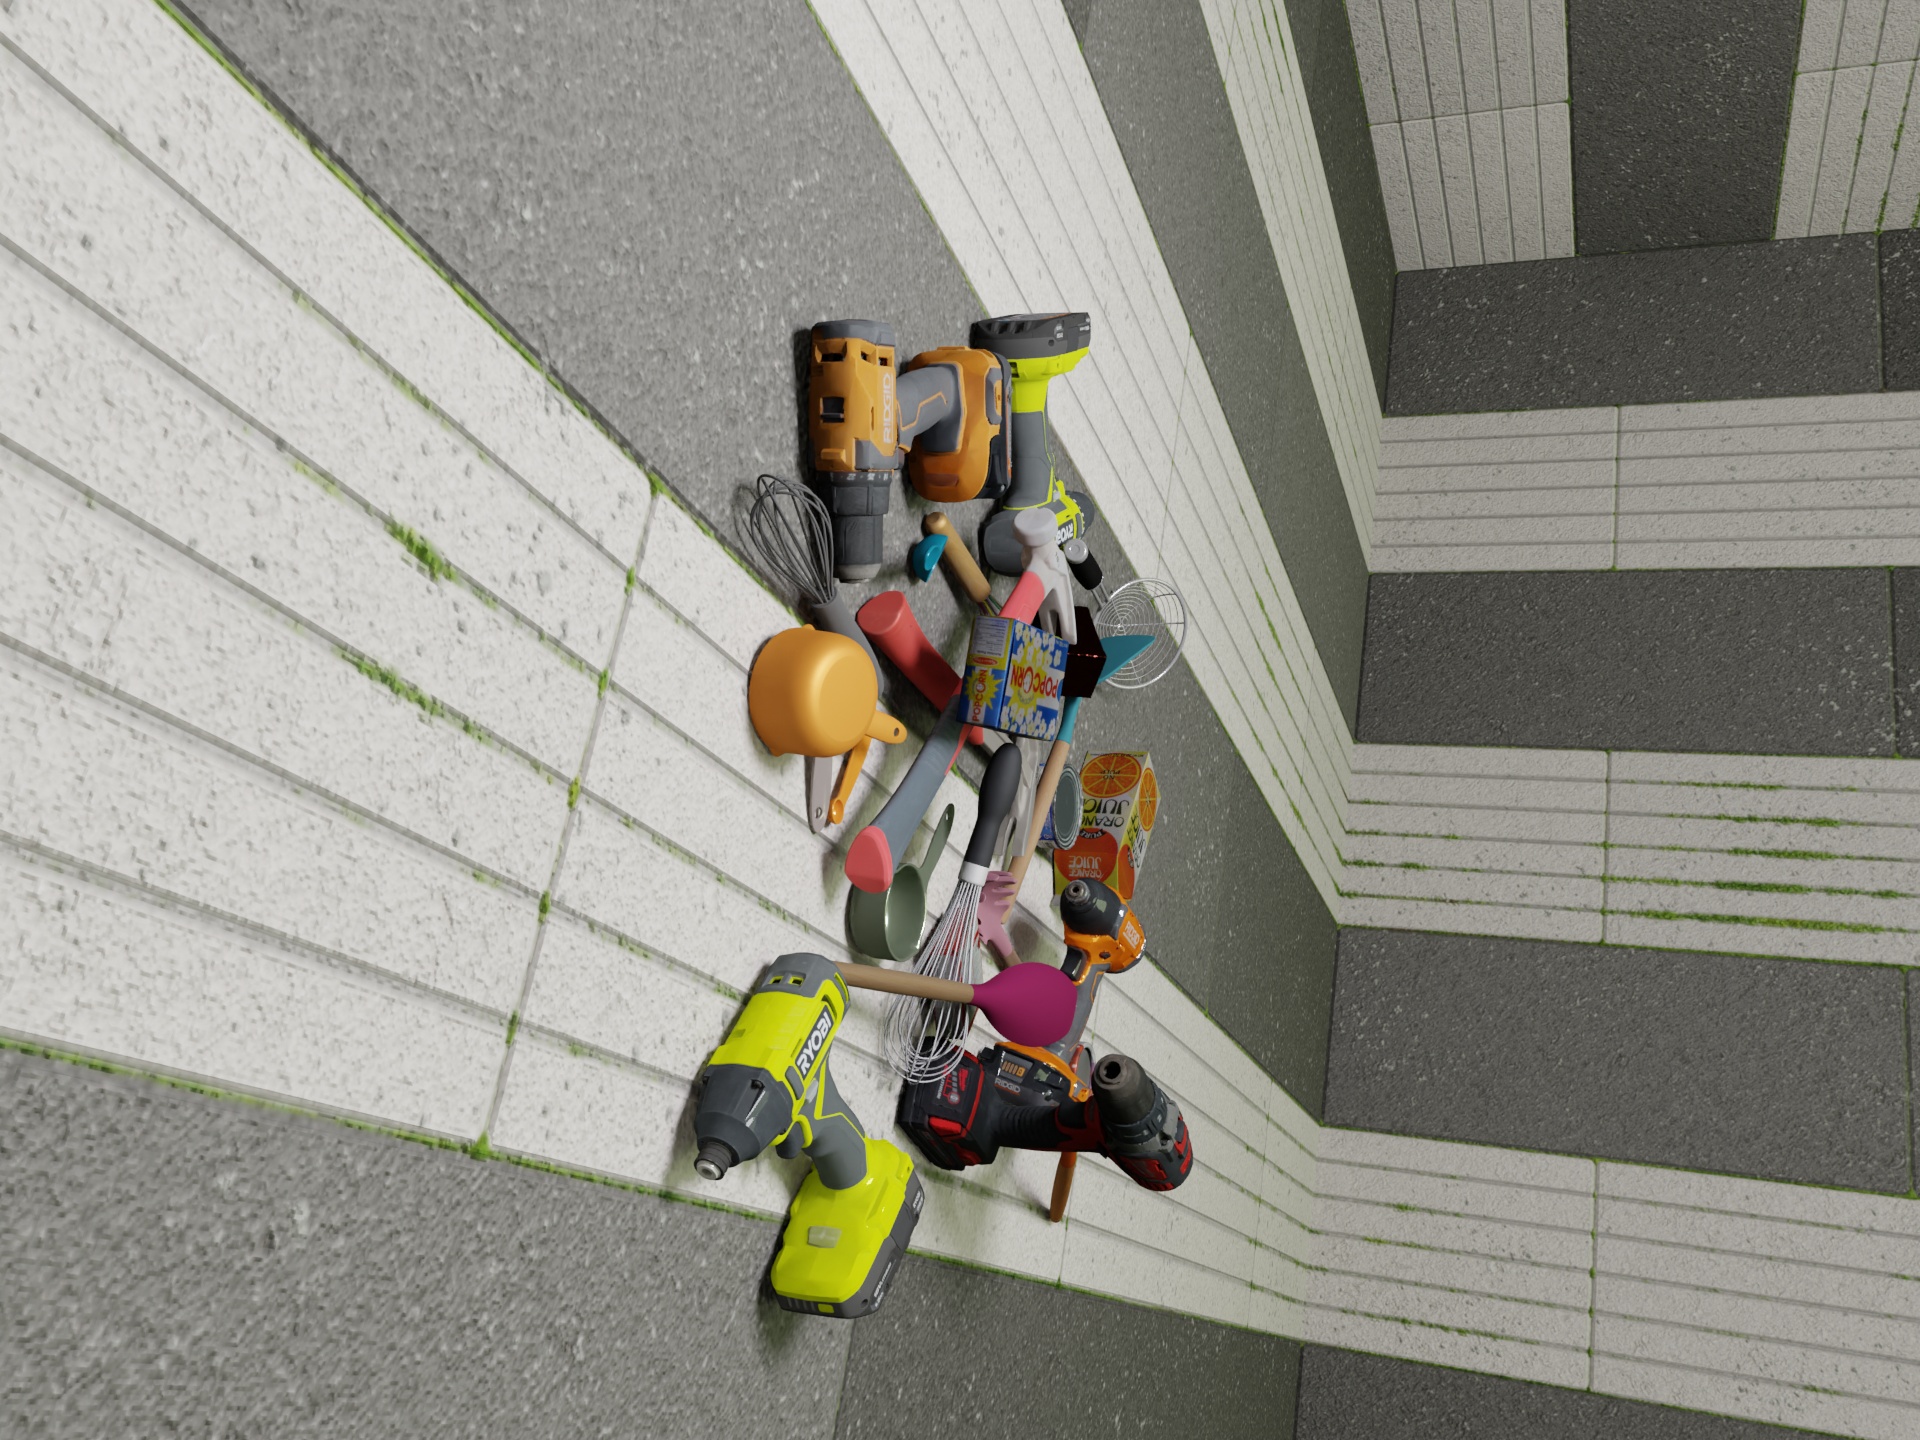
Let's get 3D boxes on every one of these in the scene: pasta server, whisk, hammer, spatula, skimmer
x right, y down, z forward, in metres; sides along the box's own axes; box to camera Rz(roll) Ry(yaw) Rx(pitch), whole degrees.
[{"bbox_3d":[0.055,0.233,1.501,0.060,0.040,0.315,-56,146,-24],"label":"pasta server"},{"bbox_3d":[0.023,-0.101,1.406,0.244,0.051,0.047,55,44,-47],"label":"whisk"},{"bbox_3d":[-0.002,-0.004,1.354,0.358,0.037,0.149,46,49,-60],"label":"hammer"},{"bbox_3d":[0.100,0.435,1.511,0.322,0.081,0.041,91,-2,-57],"label":"spatula"},{"bbox_3d":[0.001,0.154,1.280,0.070,0.070,0.284,27,79,-65],"label":"whisk"},{"bbox_3d":[0.165,-0.114,1.610,0.127,0.090,0.363,-54,165,1],"label":"skimmer"},{"bbox_3d":[0.098,0.050,1.527,0.044,0.082,0.317,31,73,-34],"label":"spatula"},{"bbox_3d":[-0.094,-0.087,1.123,0.238,0.055,0.055,66,34,-52],"label":"whisk"},{"bbox_3d":[0.008,-0.002,1.285,0.143,0.038,0.386,75,33,-41],"label":"hammer"}]

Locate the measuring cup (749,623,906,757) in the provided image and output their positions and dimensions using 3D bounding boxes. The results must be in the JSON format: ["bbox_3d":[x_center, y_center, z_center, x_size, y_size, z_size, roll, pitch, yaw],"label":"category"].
[{"bbox_3d":[-0.073,-0.007,1.120,0.173,0.052,0.095,24,77,-52],"label":"measuring cup"}]

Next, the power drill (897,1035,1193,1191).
[{"bbox_3d":[0.067,0.314,1.290,0.187,0.227,0.080,63,36,-49],"label":"power drill"}]

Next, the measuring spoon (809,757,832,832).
[{"bbox_3d":[-0.105,0.020,1.147,0.034,0.018,0.124,-12,109,-53],"label":"measuring spoon"}]

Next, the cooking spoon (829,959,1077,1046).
[{"bbox_3d":[-0.012,0.208,1.223,0.318,0.017,0.069,18,81,-43],"label":"cooking spoon"}]

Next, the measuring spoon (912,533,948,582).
[{"bbox_3d":[-0.029,-0.132,1.255,0.042,0.021,0.128,-64,180,5],"label":"measuring spoon"}]

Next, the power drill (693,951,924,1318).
[{"bbox_3d":[-0.106,0.294,1.080,0.171,0.080,0.223,-61,141,-48],"label":"power drill"}]

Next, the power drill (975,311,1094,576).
[{"bbox_3d":[0.077,-0.259,1.477,0.190,0.080,0.228,-36,127,-60],"label":"power drill"}]

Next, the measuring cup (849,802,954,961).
[{"bbox_3d":[-0.044,0.120,1.262,0.168,0.038,0.083,-64,147,-49],"label":"measuring cup"}]

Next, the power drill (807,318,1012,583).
[{"bbox_3d":[-0.040,-0.202,1.204,0.226,0.084,0.185,-17,109,-62],"label":"power drill"}]

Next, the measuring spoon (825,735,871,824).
[{"bbox_3d":[-0.083,0.031,1.203,0.021,0.011,0.117,69,28,-43],"label":"measuring spoon"}]

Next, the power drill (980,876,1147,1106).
[{"bbox_3d":[0.097,0.259,1.487,0.226,0.084,0.164,-64,151,-18],"label":"power drill"}]
